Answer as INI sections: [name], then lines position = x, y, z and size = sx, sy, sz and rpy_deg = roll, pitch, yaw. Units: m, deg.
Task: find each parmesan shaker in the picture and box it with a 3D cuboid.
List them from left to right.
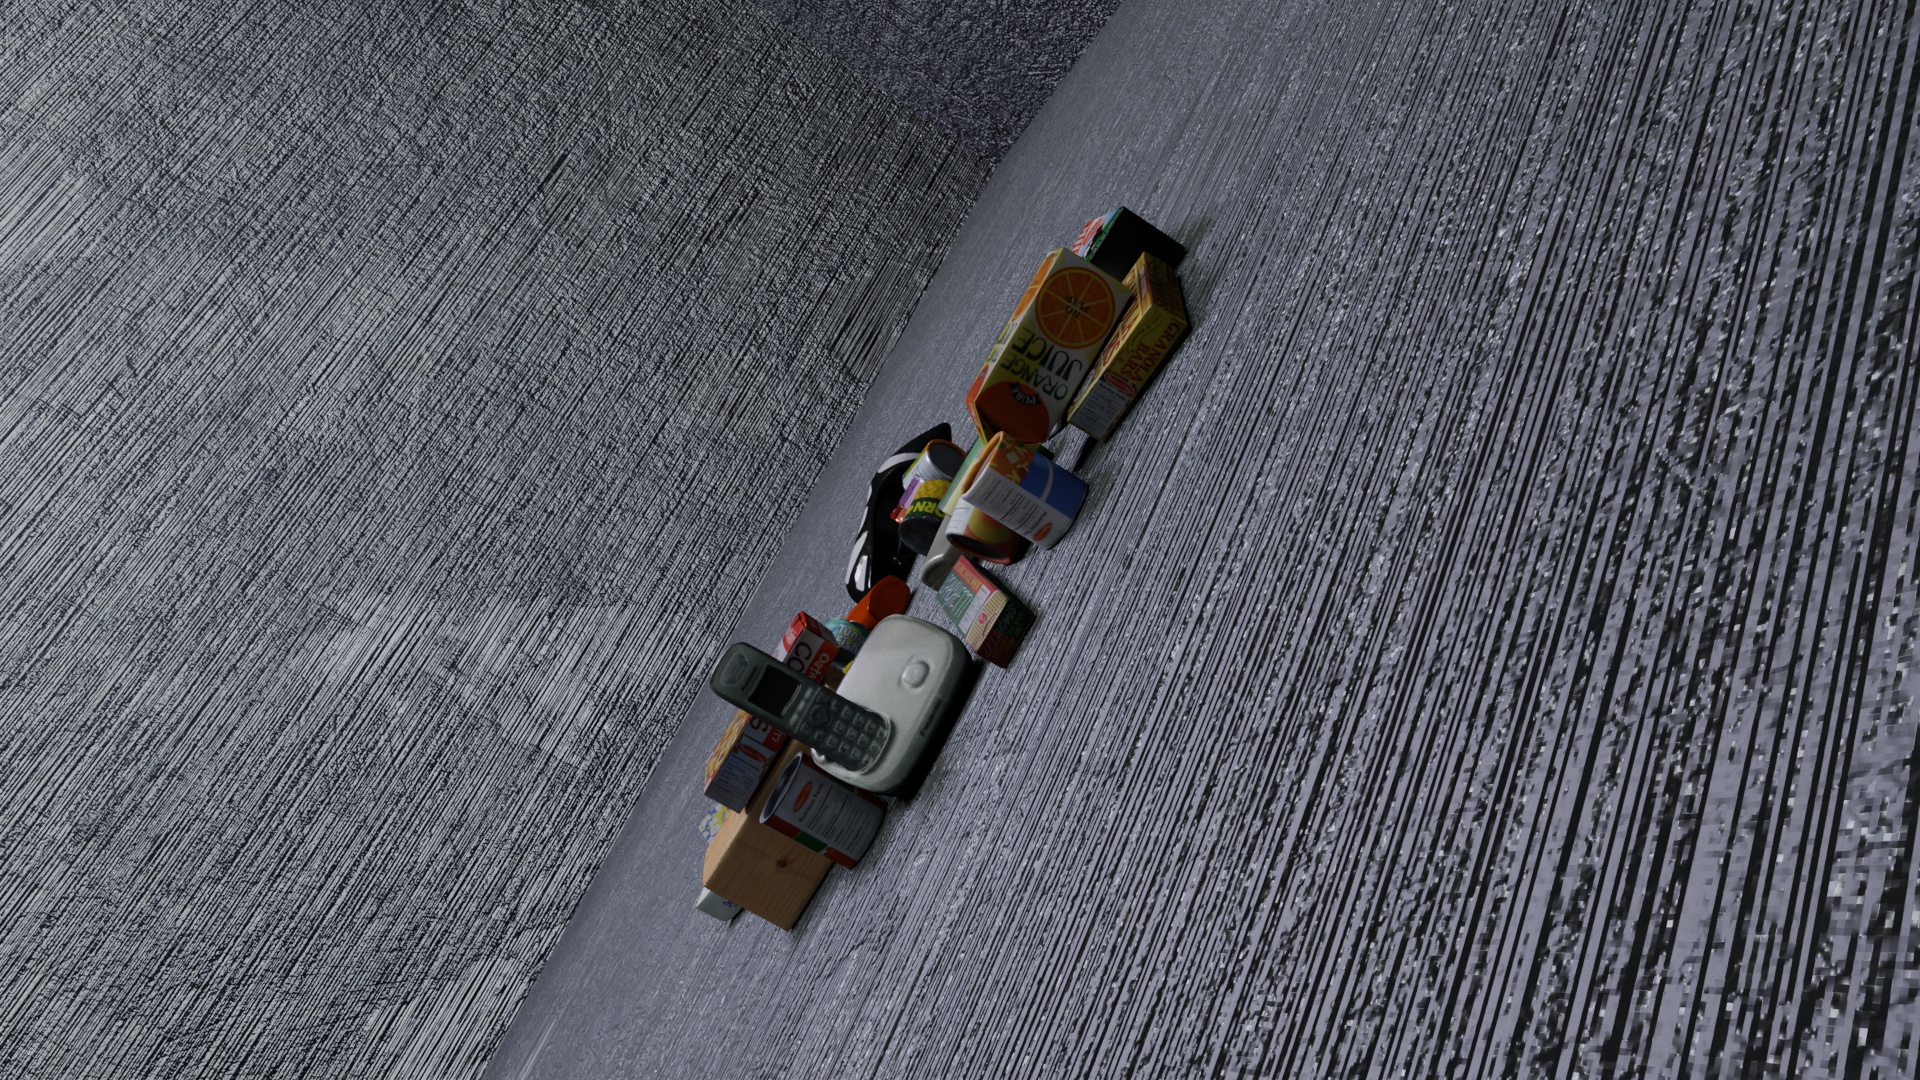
[parmesan shaker]
position = 0.029, -0.060, 1.327
size = 0.103, 0.071, 0.071
rpy_deg = -59, 11, 2

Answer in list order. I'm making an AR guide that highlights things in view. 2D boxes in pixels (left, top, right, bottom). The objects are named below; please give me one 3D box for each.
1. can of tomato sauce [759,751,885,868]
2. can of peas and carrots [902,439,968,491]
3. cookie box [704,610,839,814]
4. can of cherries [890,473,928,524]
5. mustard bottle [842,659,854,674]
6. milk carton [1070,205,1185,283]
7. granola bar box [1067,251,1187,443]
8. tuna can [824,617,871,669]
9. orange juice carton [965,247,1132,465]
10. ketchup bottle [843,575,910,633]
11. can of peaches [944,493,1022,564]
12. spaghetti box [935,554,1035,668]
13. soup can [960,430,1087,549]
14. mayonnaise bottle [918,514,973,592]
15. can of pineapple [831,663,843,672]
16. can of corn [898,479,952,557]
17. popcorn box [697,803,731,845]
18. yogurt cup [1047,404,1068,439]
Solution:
[can of tomato sauce]
position = -0.114, 0.224, 1.153
size = 0.071, 0.083, 0.071
rpy_deg = -55, 11, 16
[can of peas and carrots]
position = -0.025, -0.078, 1.638
size = 0.058, 0.071, 0.071
rpy_deg = -49, 14, 38
[cookie box]
position = -0.169, 0.148, 1.237
size = 0.167, 0.040, 0.123
rpy_deg = -59, 9, -2
[can of cherries]
position = -0.036, -0.034, 1.568
size = 0.058, 0.071, 0.071
rpy_deg = -59, 11, 0
[mustard bottle]
position = -0.112, 0.185, 1.348
size = 0.065, 0.049, 0.161
rpy_deg = -51, 14, 38
[milk carton]
position = 0.147, -0.268, 1.363
size = 0.072, 0.073, 0.191
rpy_deg = -59, 10, 2
[granola bar box]
position = 0.142, -0.170, 1.204
size = 0.123, 0.039, 0.166
rpy_deg = -55, 11, 25
[tuna can]
position = -0.125, 0.116, 1.547
size = 0.071, 0.071, 0.033
rpy_deg = -39, 23, 60
[orange juice carton]
position = 0.064, -0.150, 1.201
size = 0.192, 0.073, 0.072
rpy_deg = -60, 10, 3
[ketchup bottle]
position = -0.108, 0.093, 1.597
size = 0.065, 0.043, 0.148
rpy_deg = -58, 8, -33
[can of peaches]
position = 0.028, -0.017, 1.224
size = 0.058, 0.071, 0.071
rpy_deg = -67, 13, -15
[spaghetti box]
position = 0.017, 0.055, 1.177
size = 0.050, 0.028, 0.250
rpy_deg = -58, 11, 2
[soup can]
position = 0.052, -0.043, 1.140
size = 0.071, 0.084, 0.071
rpy_deg = -56, 10, 16
[mayonnaise bottle]
position = 0.005, -0.018, 1.403
size = 0.064, 0.041, 0.149
rpy_deg = -44, 17, 49
[can of pineapple]
position = -0.153, 0.171, 1.543
size = 0.070, 0.058, 0.071
rpy_deg = -56, 11, 16
[can of corn]
position = -0.025, -0.025, 1.479
size = 0.071, 0.071, 0.058
rpy_deg = -45, 17, 52
[popcorn box]
position = -0.208, 0.288, 1.393
size = 0.085, 0.038, 0.127
rpy_deg = -44, 23, -11
[yogurt cup]
position = 0.079, -0.143, 1.354
size = 0.054, 0.072, 0.072
rpy_deg = -55, 8, -26
